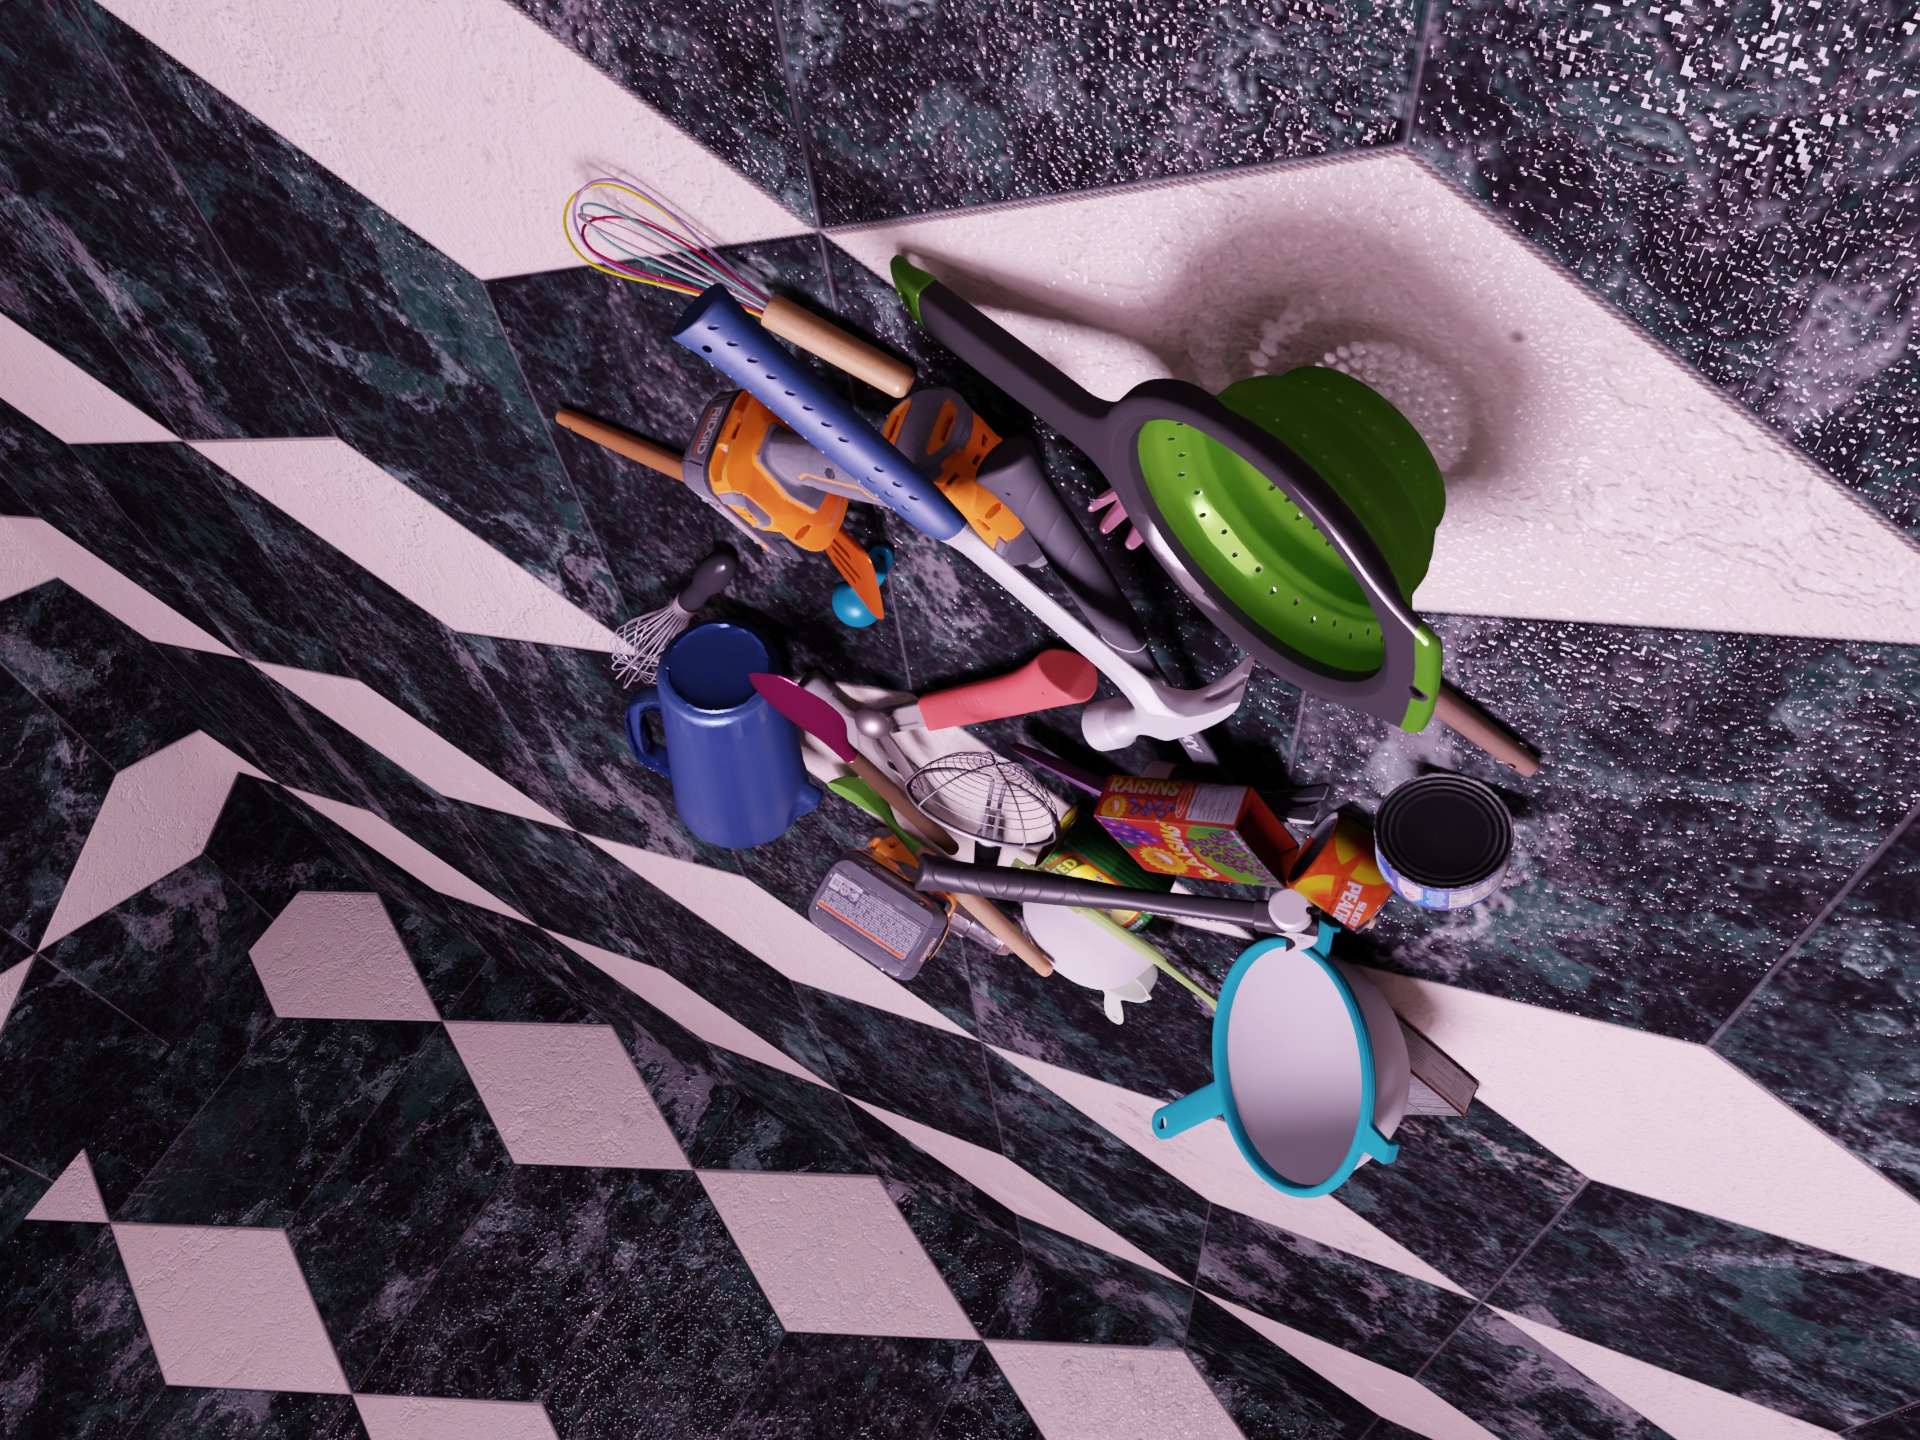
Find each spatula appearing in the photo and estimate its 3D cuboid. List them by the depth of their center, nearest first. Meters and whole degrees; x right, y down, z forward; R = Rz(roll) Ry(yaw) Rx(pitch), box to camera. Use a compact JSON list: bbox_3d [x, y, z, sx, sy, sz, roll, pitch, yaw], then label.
[{"bbox_3d":[-0.186,-0.172,1.214,0.323,0.041,0.081,25,155,19],"label":"spatula"},{"bbox_3d":[0.182,0.087,1.259,0.316,0.018,0.060,26,-171,9],"label":"spatula"}]

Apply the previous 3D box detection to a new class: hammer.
[{"bbox_3d":[0.007,-0.107,0.921,0.405,0.035,0.144,38,150,-28],"label":"hammer"},{"bbox_3d":[0.119,-0.042,1.041,0.149,0.036,0.408,10,153,37],"label":"hammer"},{"bbox_3d":[0.120,0.141,1.272,0.335,0.035,0.146,5,167,19],"label":"hammer"},{"bbox_3d":[-0.002,-0.004,1.302,0.149,0.037,0.359,44,153,-21],"label":"hammer"}]

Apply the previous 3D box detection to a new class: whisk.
[{"bbox_3d":[-0.140,-0.264,0.996,0.245,0.047,0.051,29,153,2],"label":"whisk"},{"bbox_3d":[-0.254,-0.094,1.424,0.070,0.070,0.284,39,149,-11],"label":"whisk"}]

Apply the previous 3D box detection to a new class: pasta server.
[{"bbox_3d":[0.217,-0.054,0.955,0.316,0.040,0.060,35,167,-6],"label":"pasta server"}]

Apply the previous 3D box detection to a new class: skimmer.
[{"bbox_3d":[0.016,0.110,1.376,0.127,0.090,0.363,19,160,6],"label":"skimmer"}]

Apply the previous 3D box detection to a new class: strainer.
[{"bbox_3d":[0.282,0.312,1.376,0.095,0.211,0.340,1,154,-24],"label":"strainer"},{"bbox_3d":[0.146,0.227,1.457,0.256,0.069,0.151,37,176,-21],"label":"strainer"}]

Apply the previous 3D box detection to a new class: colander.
[{"bbox_3d":[0.120,-0.160,0.841,0.397,0.094,0.204,42,169,25],"label":"colander"}]

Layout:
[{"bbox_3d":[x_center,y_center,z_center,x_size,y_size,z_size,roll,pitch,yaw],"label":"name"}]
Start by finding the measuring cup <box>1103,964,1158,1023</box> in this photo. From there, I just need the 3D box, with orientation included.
[{"bbox_3d":[0.160,0.259,1.583,0.083,0.038,0.167,24,155,19],"label":"measuring cup"}]

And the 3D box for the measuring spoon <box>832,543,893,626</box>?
[{"bbox_3d":[-0.076,-0.102,1.229,0.042,0.021,0.128,34,156,-2],"label":"measuring spoon"}]

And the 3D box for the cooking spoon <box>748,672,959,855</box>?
[{"bbox_3d":[-0.083,0.043,1.398,0.069,0.017,0.318,5,153,36],"label":"cooking spoon"}]

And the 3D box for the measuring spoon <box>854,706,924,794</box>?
[{"bbox_3d":[-0.061,0.032,1.374,0.034,0.018,0.124,15,150,35],"label":"measuring spoon"}]

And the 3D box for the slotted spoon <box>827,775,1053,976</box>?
[{"bbox_3d":[-0.020,0.138,1.483,0.314,0.031,0.070,40,177,35],"label":"slotted spoon"}]

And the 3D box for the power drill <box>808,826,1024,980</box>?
[{"bbox_3d":[-0.036,0.182,1.529,0.185,0.084,0.226,32,-171,8],"label":"power drill"}]

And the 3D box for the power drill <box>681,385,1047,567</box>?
[{"bbox_3d":[-0.051,-0.150,1.039,0.227,0.084,0.164,8,161,36],"label":"power drill"}]
